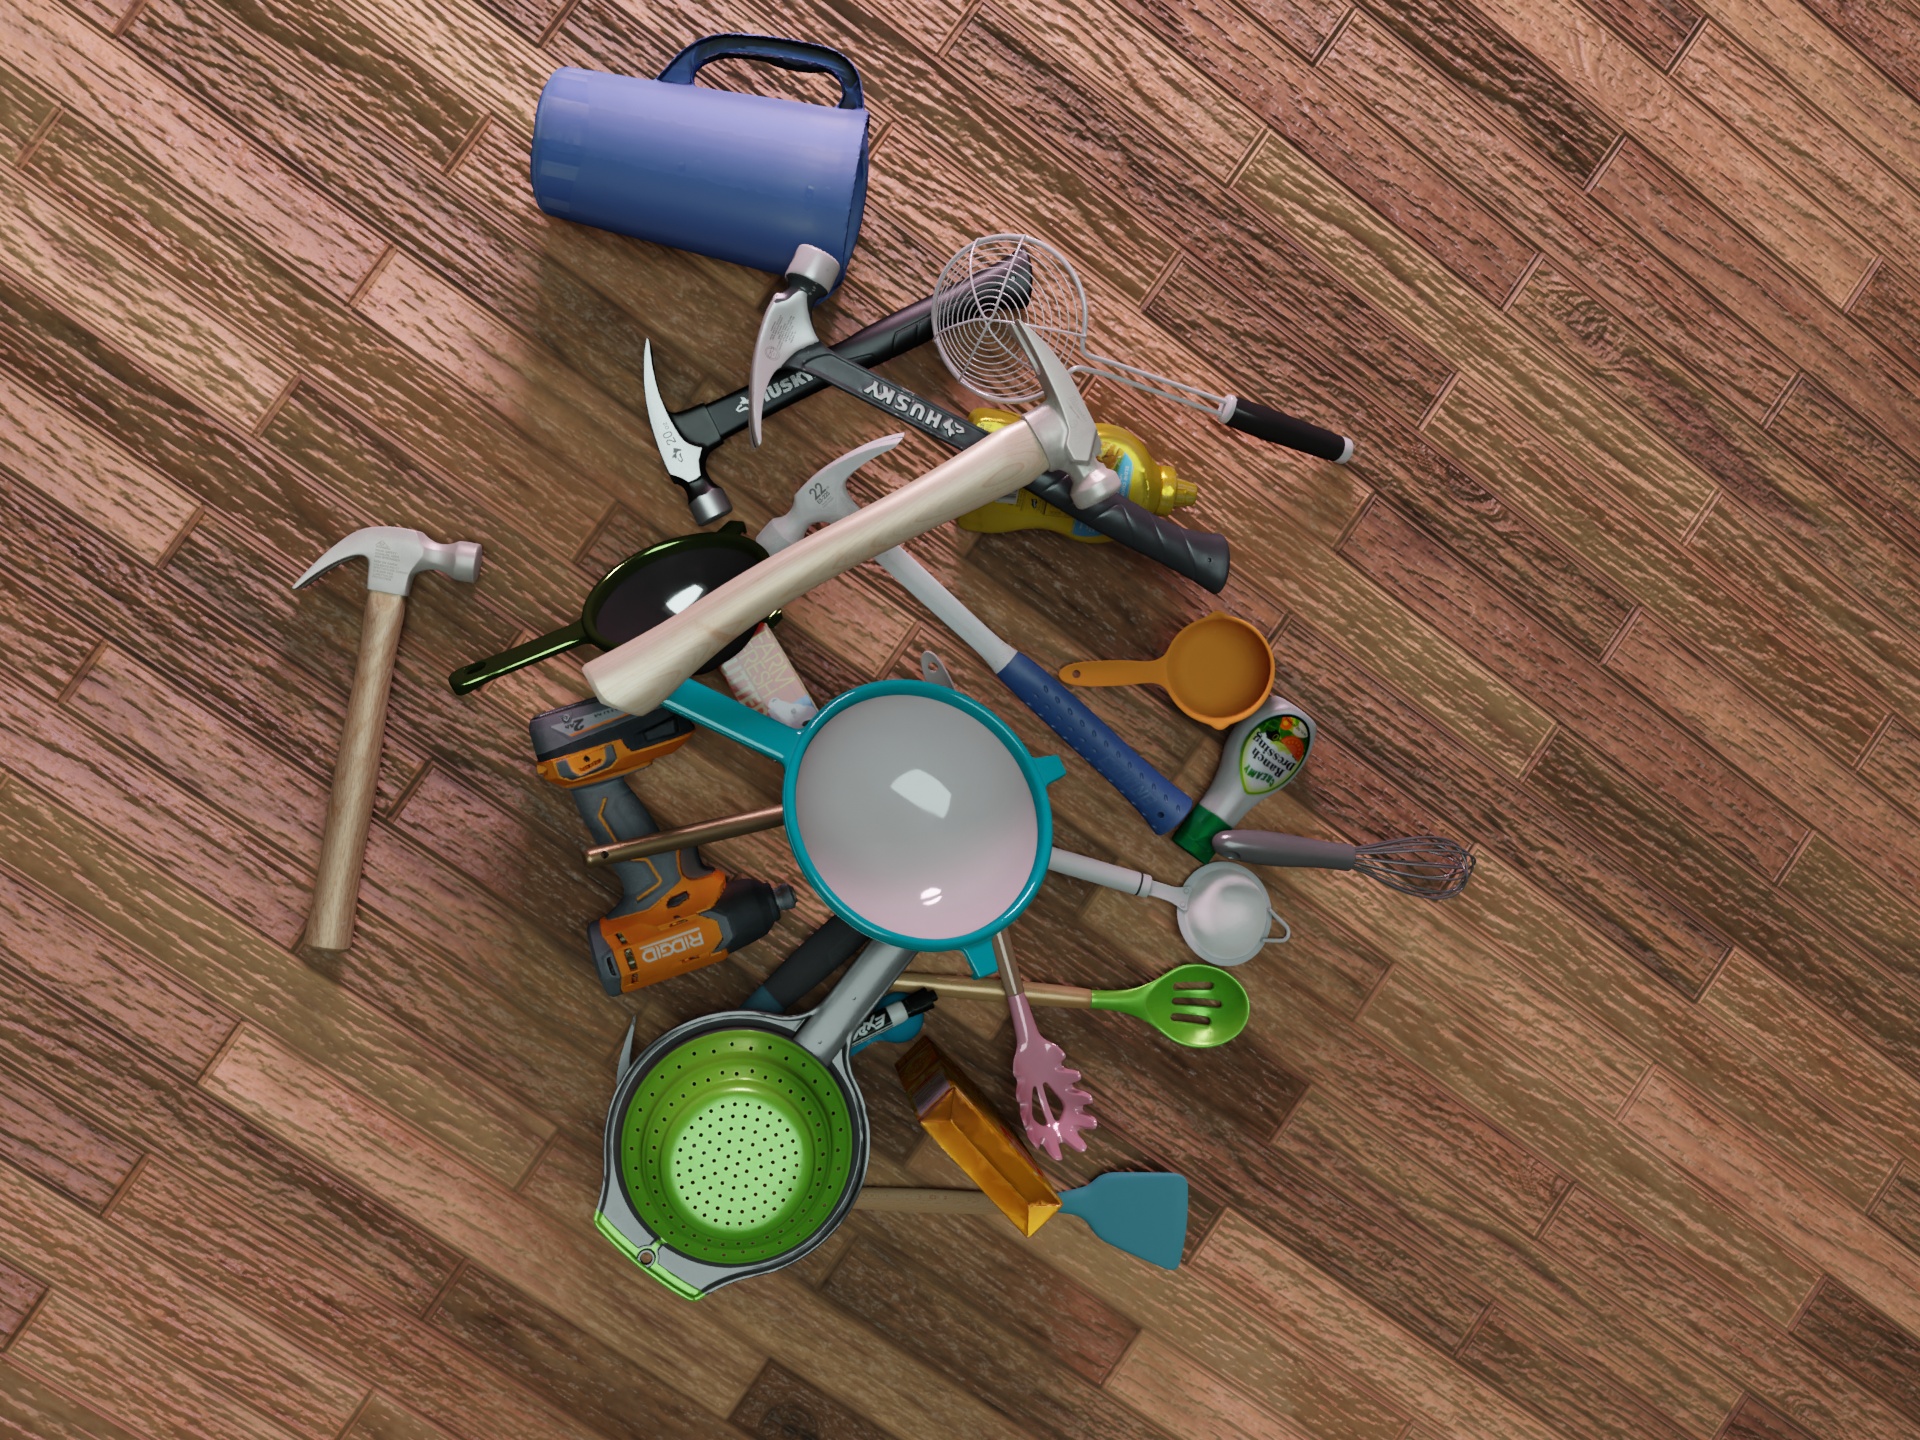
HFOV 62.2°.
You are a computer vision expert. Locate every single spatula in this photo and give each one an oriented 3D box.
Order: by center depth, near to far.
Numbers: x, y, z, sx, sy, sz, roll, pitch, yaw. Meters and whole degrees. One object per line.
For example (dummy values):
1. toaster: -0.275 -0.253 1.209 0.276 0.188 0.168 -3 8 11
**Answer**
1. spatula: 0.025 0.397 1.300 0.317 0.044 0.082 4 98 -6

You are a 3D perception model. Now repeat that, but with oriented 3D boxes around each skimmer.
1. skimmer: 0.152 -0.279 1.271 0.363 0.090 0.127 13 118 -24

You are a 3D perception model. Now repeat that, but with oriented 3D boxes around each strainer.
1. strainer: -0.100 0.054 1.194 0.340 0.095 0.211 27 60 -9
2. strainer: -0.256 -0.056 1.213 0.256 0.152 0.069 -22 129 -6
3. strainer: 0.158 0.139 1.309 0.258 0.050 0.087 17 75 -4

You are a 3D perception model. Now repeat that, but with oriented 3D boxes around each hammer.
1. hammer: -0.087 -0.134 1.138 0.410 0.038 0.146 -31 101 -11
2. hammer: 0.030 -0.195 1.201 0.408 0.036 0.149 25 87 -16
3. hammer: -0.464 0.014 1.227 0.130 0.031 0.331 10 91 -8
4. hammer: -0.092 -0.292 1.259 0.335 0.035 0.146 -27 96 -5
5. hammer: 0.033 -0.057 1.269 0.405 0.035 0.144 42 111 -10
6. hammer: -0.138 0.213 1.277 0.331 0.033 0.128 -42 98 -4

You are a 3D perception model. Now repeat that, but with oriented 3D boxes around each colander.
1. colander: -0.116 0.259 1.200 0.204 0.094 0.397 39 81 -3

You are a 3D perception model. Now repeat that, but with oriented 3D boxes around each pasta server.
1. pasta server: 0.039 0.193 1.275 0.060 0.040 0.316 -15 88 -17

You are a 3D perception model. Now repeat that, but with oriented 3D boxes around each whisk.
1. whisk: 0.317 0.113 1.310 0.239 0.055 0.055 8 92 -14

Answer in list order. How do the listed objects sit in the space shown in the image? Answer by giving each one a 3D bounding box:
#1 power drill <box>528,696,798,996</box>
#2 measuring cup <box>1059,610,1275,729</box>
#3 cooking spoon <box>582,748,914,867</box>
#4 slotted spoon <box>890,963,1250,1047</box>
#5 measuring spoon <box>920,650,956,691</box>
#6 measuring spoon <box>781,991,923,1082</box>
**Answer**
1. power drill: -0.230 0.085 1.238 0.164 0.084 0.226 -17 98 -9
2. measuring cup: 0.170 -0.041 1.301 0.173 0.052 0.095 -1 95 14
3. cooking spoon: -0.136 0.072 1.228 0.318 0.017 0.069 -12 91 -28
4. slotted spoon: 0.081 0.225 1.309 0.313 0.031 0.070 6 92 -6
5. measuring spoon: -0.002 -0.004 1.278 0.034 0.018 0.124 -17 111 20
6. measuring spoon: -0.087 0.264 1.289 0.128 0.021 0.042 -29 96 -7
